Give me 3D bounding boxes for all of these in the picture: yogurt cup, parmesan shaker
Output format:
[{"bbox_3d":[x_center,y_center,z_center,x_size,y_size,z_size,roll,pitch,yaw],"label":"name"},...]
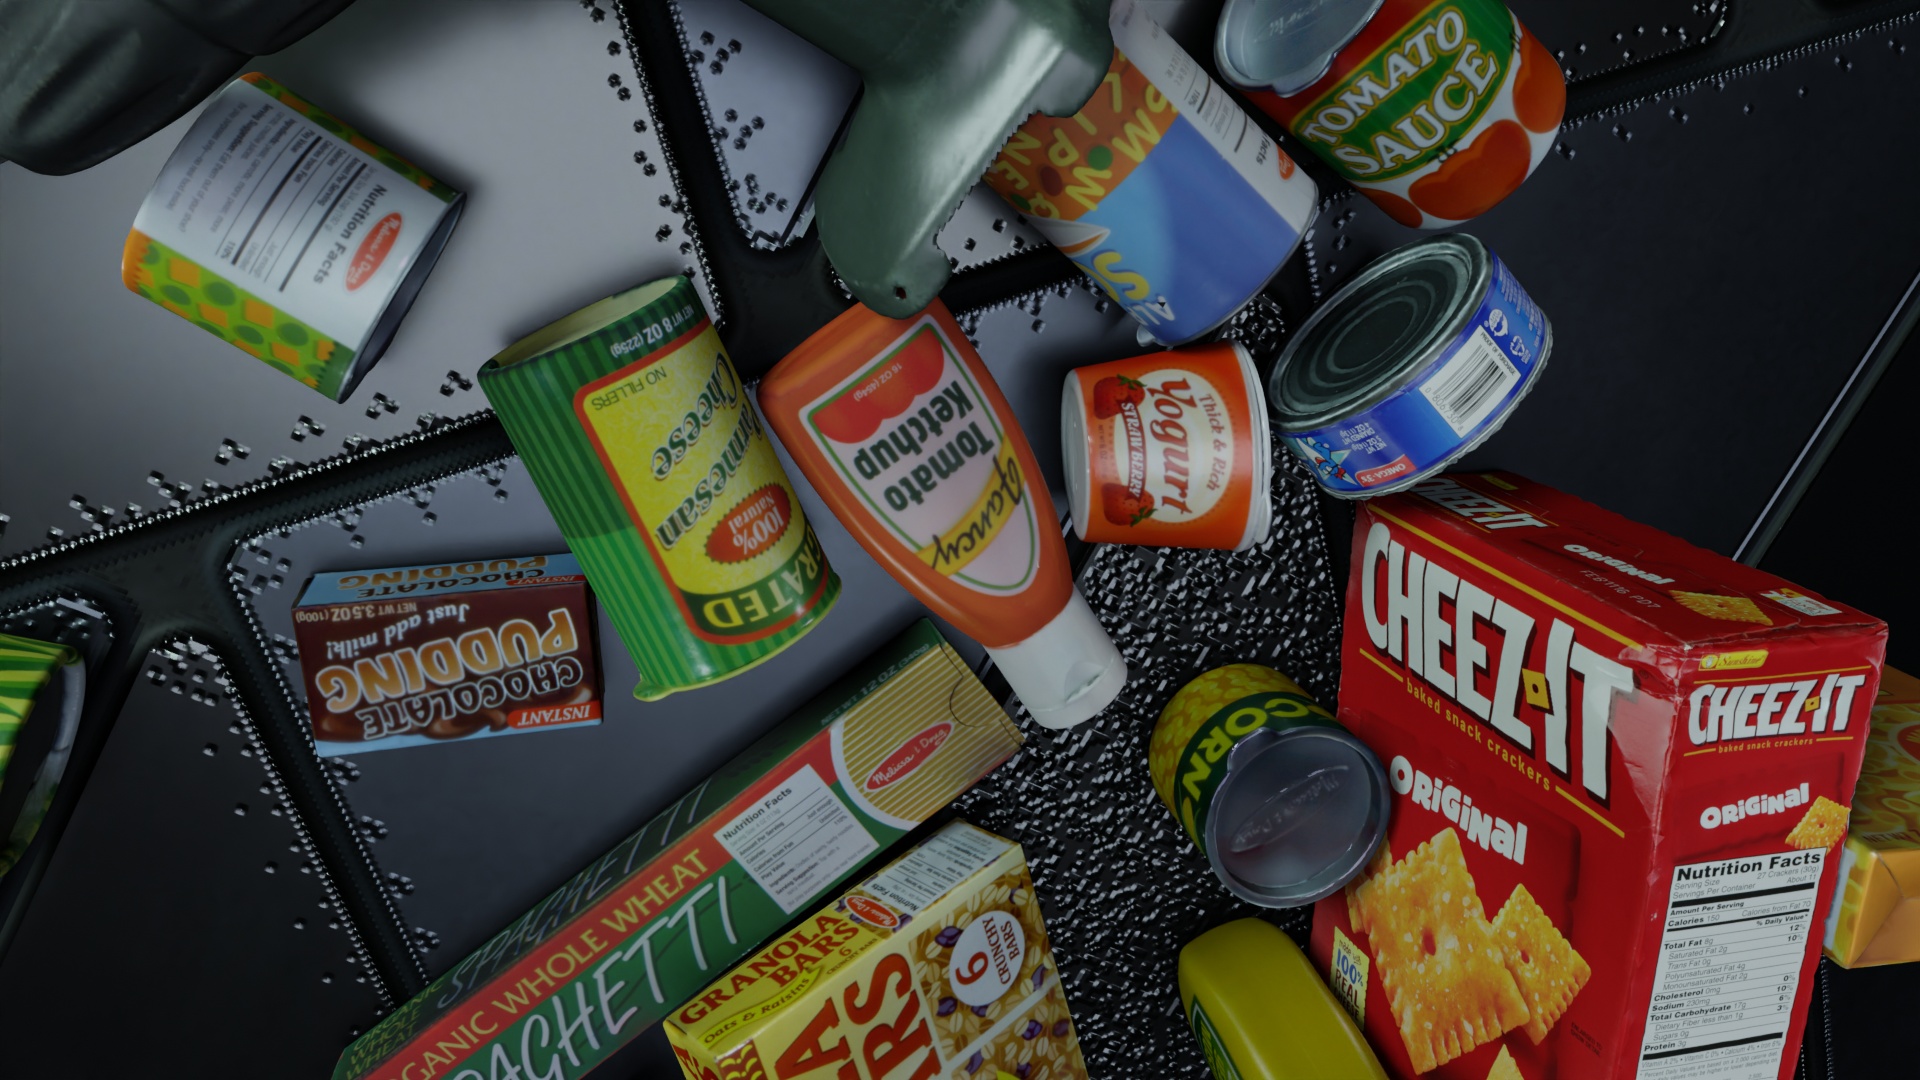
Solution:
[{"bbox_3d":[0.062,-0.028,0.437,0.054,0.072,0.072,-4,108,-4],"label":"yogurt cup"},{"bbox_3d":[-0.087,-0.015,0.401,0.071,0.071,0.102,-26,111,-5],"label":"parmesan shaker"}]

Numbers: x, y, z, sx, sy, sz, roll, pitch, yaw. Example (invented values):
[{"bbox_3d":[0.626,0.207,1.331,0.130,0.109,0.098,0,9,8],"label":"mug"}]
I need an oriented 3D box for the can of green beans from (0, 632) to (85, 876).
[{"bbox_3d":[-0.282,0.055,0.378,0.058,0.071,0.071,16,102,-18],"label":"can of green beans"}]

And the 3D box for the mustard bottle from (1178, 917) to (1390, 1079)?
[{"bbox_3d":[0.120,0.191,0.465,0.049,0.160,0.065,-21,109,-5],"label":"mustard bottle"}]

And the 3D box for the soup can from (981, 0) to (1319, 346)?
[{"bbox_3d":[0.051,-0.107,0.410,0.083,0.071,0.071,38,95,-20],"label":"soup can"}]

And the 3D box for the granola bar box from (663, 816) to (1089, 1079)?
[{"bbox_3d":[-0.016,0.197,0.474,0.125,0.039,0.165,-28,113,-32],"label":"granola bar box"}]

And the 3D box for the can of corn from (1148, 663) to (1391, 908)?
[{"bbox_3d":[0.104,0.081,0.482,0.071,0.058,0.071,-4,107,-12],"label":"can of corn"}]

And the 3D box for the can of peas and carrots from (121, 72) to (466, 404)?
[{"bbox_3d":[-0.174,-0.078,0.366,0.058,0.071,0.071,31,98,-19],"label":"can of peas and carrots"}]

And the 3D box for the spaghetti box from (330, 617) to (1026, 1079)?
[{"bbox_3d":[-0.094,0.120,0.462,0.250,0.029,0.050,-37,111,-1],"label":"spaghetti box"}]

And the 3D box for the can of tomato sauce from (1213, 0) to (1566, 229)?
[{"bbox_3d":[0.127,-0.138,0.407,0.083,0.071,0.071,26,99,-34],"label":"can of tomato sauce"}]

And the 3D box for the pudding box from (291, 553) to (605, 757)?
[{"bbox_3d":[-0.153,0.034,0.422,0.084,0.030,0.049,-5,108,-12],"label":"pudding box"}]

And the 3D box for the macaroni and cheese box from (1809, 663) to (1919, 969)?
[{"bbox_3d":[0.283,0.074,0.465,0.124,0.167,0.040,-1,107,-13],"label":"macaroni and cheese box"}]

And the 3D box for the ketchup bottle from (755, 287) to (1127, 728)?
[{"bbox_3d":[0.002,-0.006,0.440,0.065,0.043,0.148,-38,112,-8],"label":"ketchup bottle"}]
